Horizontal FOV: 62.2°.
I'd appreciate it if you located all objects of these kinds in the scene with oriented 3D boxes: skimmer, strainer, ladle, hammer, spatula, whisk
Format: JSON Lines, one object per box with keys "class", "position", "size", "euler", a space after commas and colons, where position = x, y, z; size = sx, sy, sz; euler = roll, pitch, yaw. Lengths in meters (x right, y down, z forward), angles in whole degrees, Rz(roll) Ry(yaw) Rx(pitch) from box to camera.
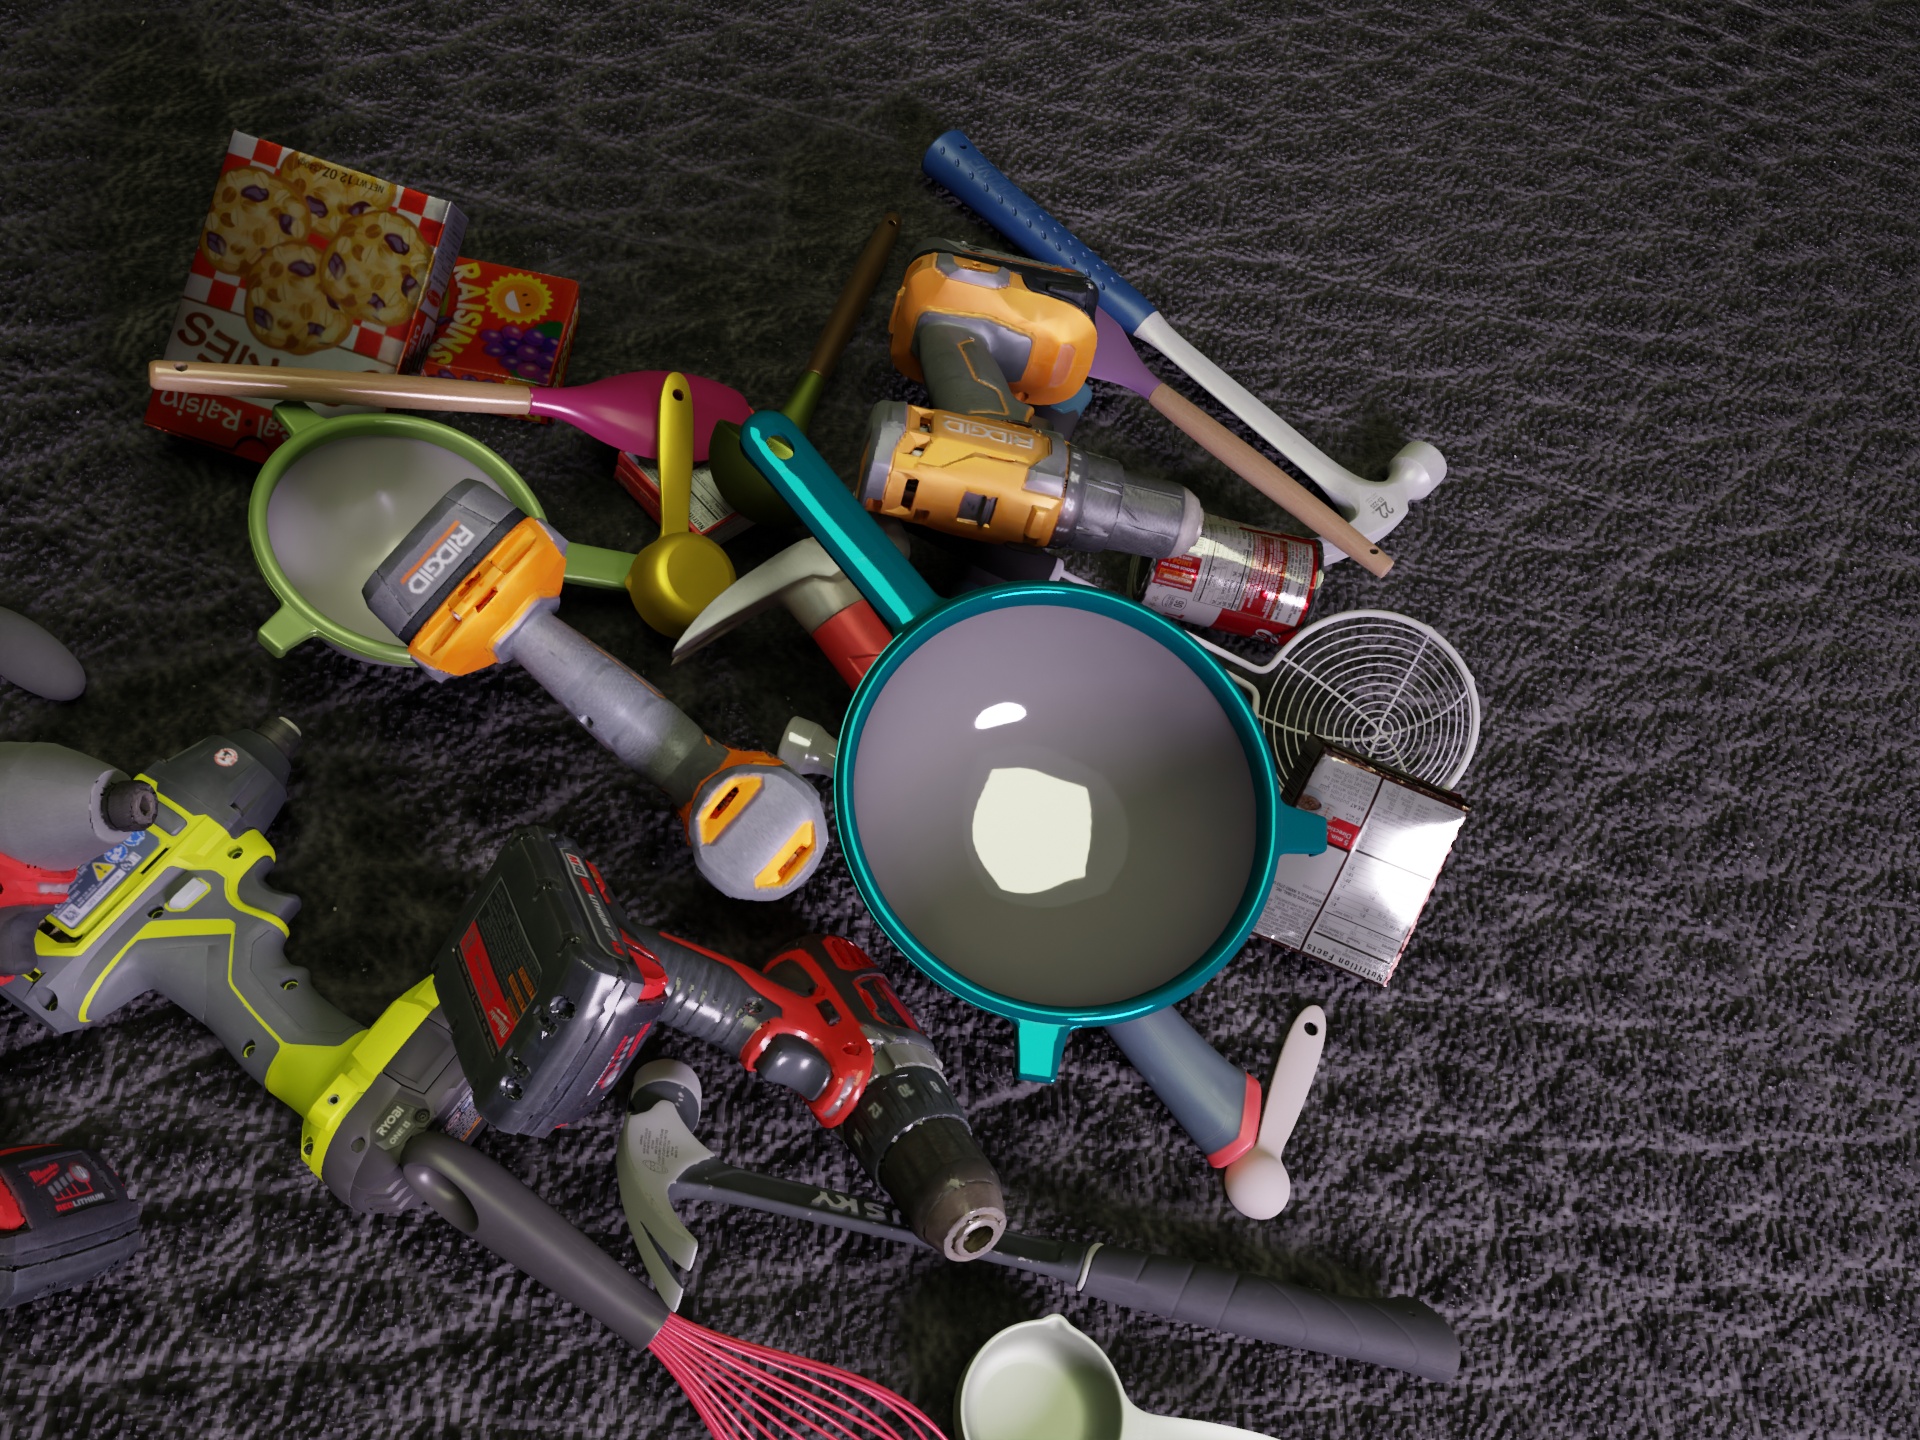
{"class": "skimmer", "position": [0.111, -0.055, 0.883], "size": [0.363, 0.090, 0.127], "euler": [25, 89, -9]}
{"class": "strainer", "position": [-0.251, -0.077, 0.861], "size": [0.256, 0.069, 0.152], "euler": [7, 59, -30]}
{"class": "strainer", "position": [-0.001, -0.002, 0.771], "size": [0.211, 0.095, 0.340], "euler": [-36, 81, -21]}
{"class": "ladle", "position": [-0.076, -0.228, 0.959], "size": [0.078, 0.062, 0.320], "euler": [31, 47, -15]}
{"class": "hammer", "position": [0.012, 0.073, 0.819], "size": [0.143, 0.038, 0.386], "euler": [-34, 82, -19]}
{"class": "hammer", "position": [0.012, -0.085, 0.937], "size": [0.128, 0.033, 0.331], "euler": [22, 59, 0]}
{"class": "spatula", "position": [0.140, -0.189, 0.994], "size": [0.316, 0.018, 0.060], "euler": [41, 67, 15]}
{"class": "hammer", "position": [0.043, 0.248, 0.727], "size": [0.408, 0.149, 0.036], "euler": [16, 102, -11]}
{"class": "whisk", "position": [-0.555, -0.095, 0.795], "size": [0.284, 0.070, 0.070], "euler": [35, 60, 2]}
{"class": "whisk", "position": [-0.113, 0.266, 0.666], "size": [0.295, 0.073, 0.073], "euler": [39, 59, -6]}
{"class": "hammer", "position": [0.128, -0.255, 1.057], "size": [0.405, 0.035, 0.144], "euler": [43, 61, 11]}

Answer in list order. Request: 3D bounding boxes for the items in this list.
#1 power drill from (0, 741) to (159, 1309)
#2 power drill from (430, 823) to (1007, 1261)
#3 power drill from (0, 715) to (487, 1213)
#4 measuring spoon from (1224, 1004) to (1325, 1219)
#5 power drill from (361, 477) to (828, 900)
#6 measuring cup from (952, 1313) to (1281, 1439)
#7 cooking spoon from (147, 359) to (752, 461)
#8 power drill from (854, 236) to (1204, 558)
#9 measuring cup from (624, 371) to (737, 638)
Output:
{"class": "power drill", "position": [-0.396, 0.117, 0.643], "size": [0.143, 0.078, 0.220], "euler": [-3, 83, 6]}
{"class": "power drill", "position": [-0.091, 0.143, 0.674], "size": [0.226, 0.080, 0.188], "euler": [25, 14, -39]}
{"class": "power drill", "position": [-0.304, 0.105, 0.732], "size": [0.223, 0.080, 0.171], "euler": [31, 60, 8]}
{"class": "measuring spoon", "position": [0.170, 0.199, 0.827], "size": [0.034, 0.018, 0.124], "euler": [27, 58, 2]}
{"class": "power drill", "position": [-0.162, -0.007, 0.758], "size": [0.226, 0.164, 0.084], "euler": [42, 85, -7]}
{"class": "measuring cup", "position": [0.076, 0.326, 0.725], "size": [0.167, 0.038, 0.083], "euler": [15, 59, -7]}
{"class": "cooking spoon", "position": [-0.258, -0.174, 0.855], "size": [0.318, 0.017, 0.069], "euler": [-3, 59, -31]}
{"class": "power drill", "position": [0.040, -0.175, 0.896], "size": [0.185, 0.084, 0.226], "euler": [11, 42, -8]}
{"class": "measuring cup", "position": [-0.151, -0.123, 0.873], "size": [0.062, 0.029, 0.157], "euler": [7, 74, -36]}
